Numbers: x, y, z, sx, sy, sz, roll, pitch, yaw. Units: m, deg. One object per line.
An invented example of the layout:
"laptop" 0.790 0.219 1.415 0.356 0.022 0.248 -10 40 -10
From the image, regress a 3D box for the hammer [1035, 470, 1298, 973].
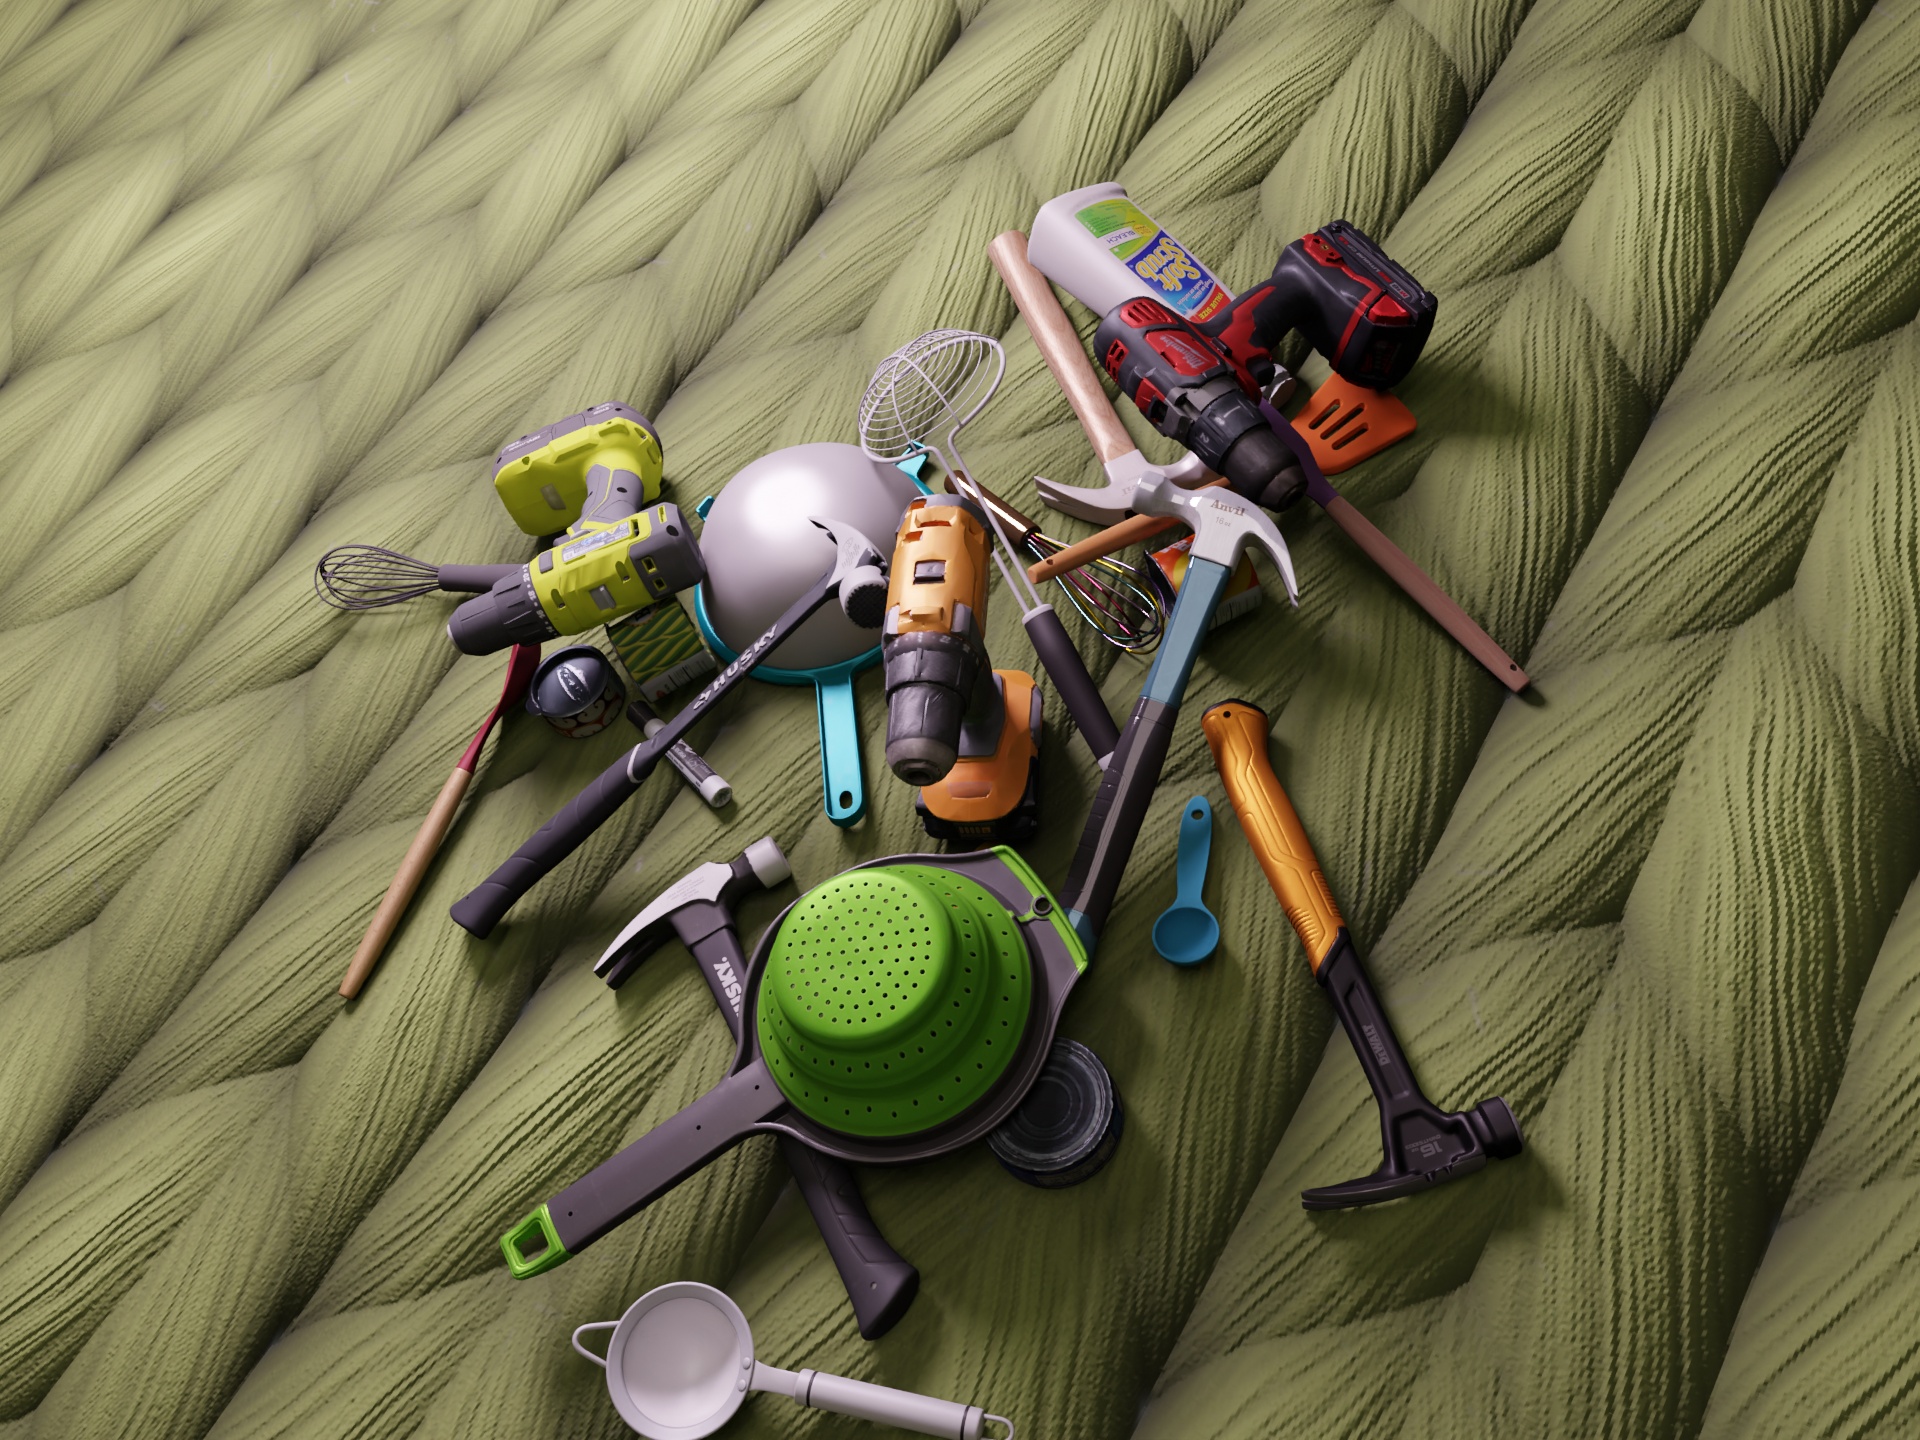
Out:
"hammer" 0.123 0.002 1.035 0.128 0.033 0.331 19 80 15

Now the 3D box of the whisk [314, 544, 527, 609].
"whisk" -0.423 -0.114 1.308 0.239 0.055 0.055 3 60 13

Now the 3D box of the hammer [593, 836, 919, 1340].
"hammer" -0.119 0.234 1.007 0.146 0.035 0.335 -30 56 -4

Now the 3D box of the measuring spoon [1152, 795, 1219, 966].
"measuring spoon" 0.150 0.105 1.022 0.042 0.021 0.129 -1 50 17

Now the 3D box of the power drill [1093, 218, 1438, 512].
"power drill" 0.229 -0.247 1.115 0.226 0.080 0.188 -28 65 -25

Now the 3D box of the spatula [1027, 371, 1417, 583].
"spatula" 0.182 -0.168 1.133 0.322 0.041 0.081 -26 59 -23

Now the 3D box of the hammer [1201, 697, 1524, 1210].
"hammer" 0.211 0.127 0.976 0.127 0.034 0.337 -20 56 3

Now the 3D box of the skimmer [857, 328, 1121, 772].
"skimmer" 0.036 -0.125 1.140 0.127 0.090 0.363 -31 77 15

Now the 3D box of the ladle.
"ladle" -0.385 0.061 1.191 0.031 0.069 0.315 27 69 -13

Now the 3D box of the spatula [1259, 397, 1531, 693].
"spatula" 0.272 -0.132 1.095 0.060 0.018 0.316 -30 65 -24

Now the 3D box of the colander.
"colander" -0.116 0.200 0.947 0.397 0.094 0.205 -34 57 -5

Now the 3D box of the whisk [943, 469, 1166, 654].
"whisk" 0.064 -0.120 1.171 0.051 0.047 0.245 -37 52 -14

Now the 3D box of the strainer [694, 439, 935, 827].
"strainer" -0.109 -0.086 1.165 0.211 0.095 0.341 -14 55 8

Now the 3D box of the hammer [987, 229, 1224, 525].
"hammer" 0.086 -0.281 1.267 0.130 0.031 0.332 -23 55 1

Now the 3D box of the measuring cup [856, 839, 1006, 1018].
"measuring cup" -0.013 0.139 1.046 0.062 0.029 0.156 23 56 26

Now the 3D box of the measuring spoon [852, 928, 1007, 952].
"measuring spoon" -0.013 0.137 1.018 0.117 0.011 0.021 -4 49 6

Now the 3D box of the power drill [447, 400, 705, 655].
"power drill" -0.303 -0.145 1.232 0.190 0.080 0.229 -22 39 1

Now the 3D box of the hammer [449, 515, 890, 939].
"hammer" -0.207 0.013 1.095 0.409 0.036 0.149 -41 31 12

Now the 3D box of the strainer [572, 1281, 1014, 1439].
"strainer" -0.095 0.380 0.907 0.258 0.050 0.087 7 67 14

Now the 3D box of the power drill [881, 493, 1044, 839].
"power drill" -0.002 -0.003 0.997 0.084 0.226 0.186 -2 57 11
